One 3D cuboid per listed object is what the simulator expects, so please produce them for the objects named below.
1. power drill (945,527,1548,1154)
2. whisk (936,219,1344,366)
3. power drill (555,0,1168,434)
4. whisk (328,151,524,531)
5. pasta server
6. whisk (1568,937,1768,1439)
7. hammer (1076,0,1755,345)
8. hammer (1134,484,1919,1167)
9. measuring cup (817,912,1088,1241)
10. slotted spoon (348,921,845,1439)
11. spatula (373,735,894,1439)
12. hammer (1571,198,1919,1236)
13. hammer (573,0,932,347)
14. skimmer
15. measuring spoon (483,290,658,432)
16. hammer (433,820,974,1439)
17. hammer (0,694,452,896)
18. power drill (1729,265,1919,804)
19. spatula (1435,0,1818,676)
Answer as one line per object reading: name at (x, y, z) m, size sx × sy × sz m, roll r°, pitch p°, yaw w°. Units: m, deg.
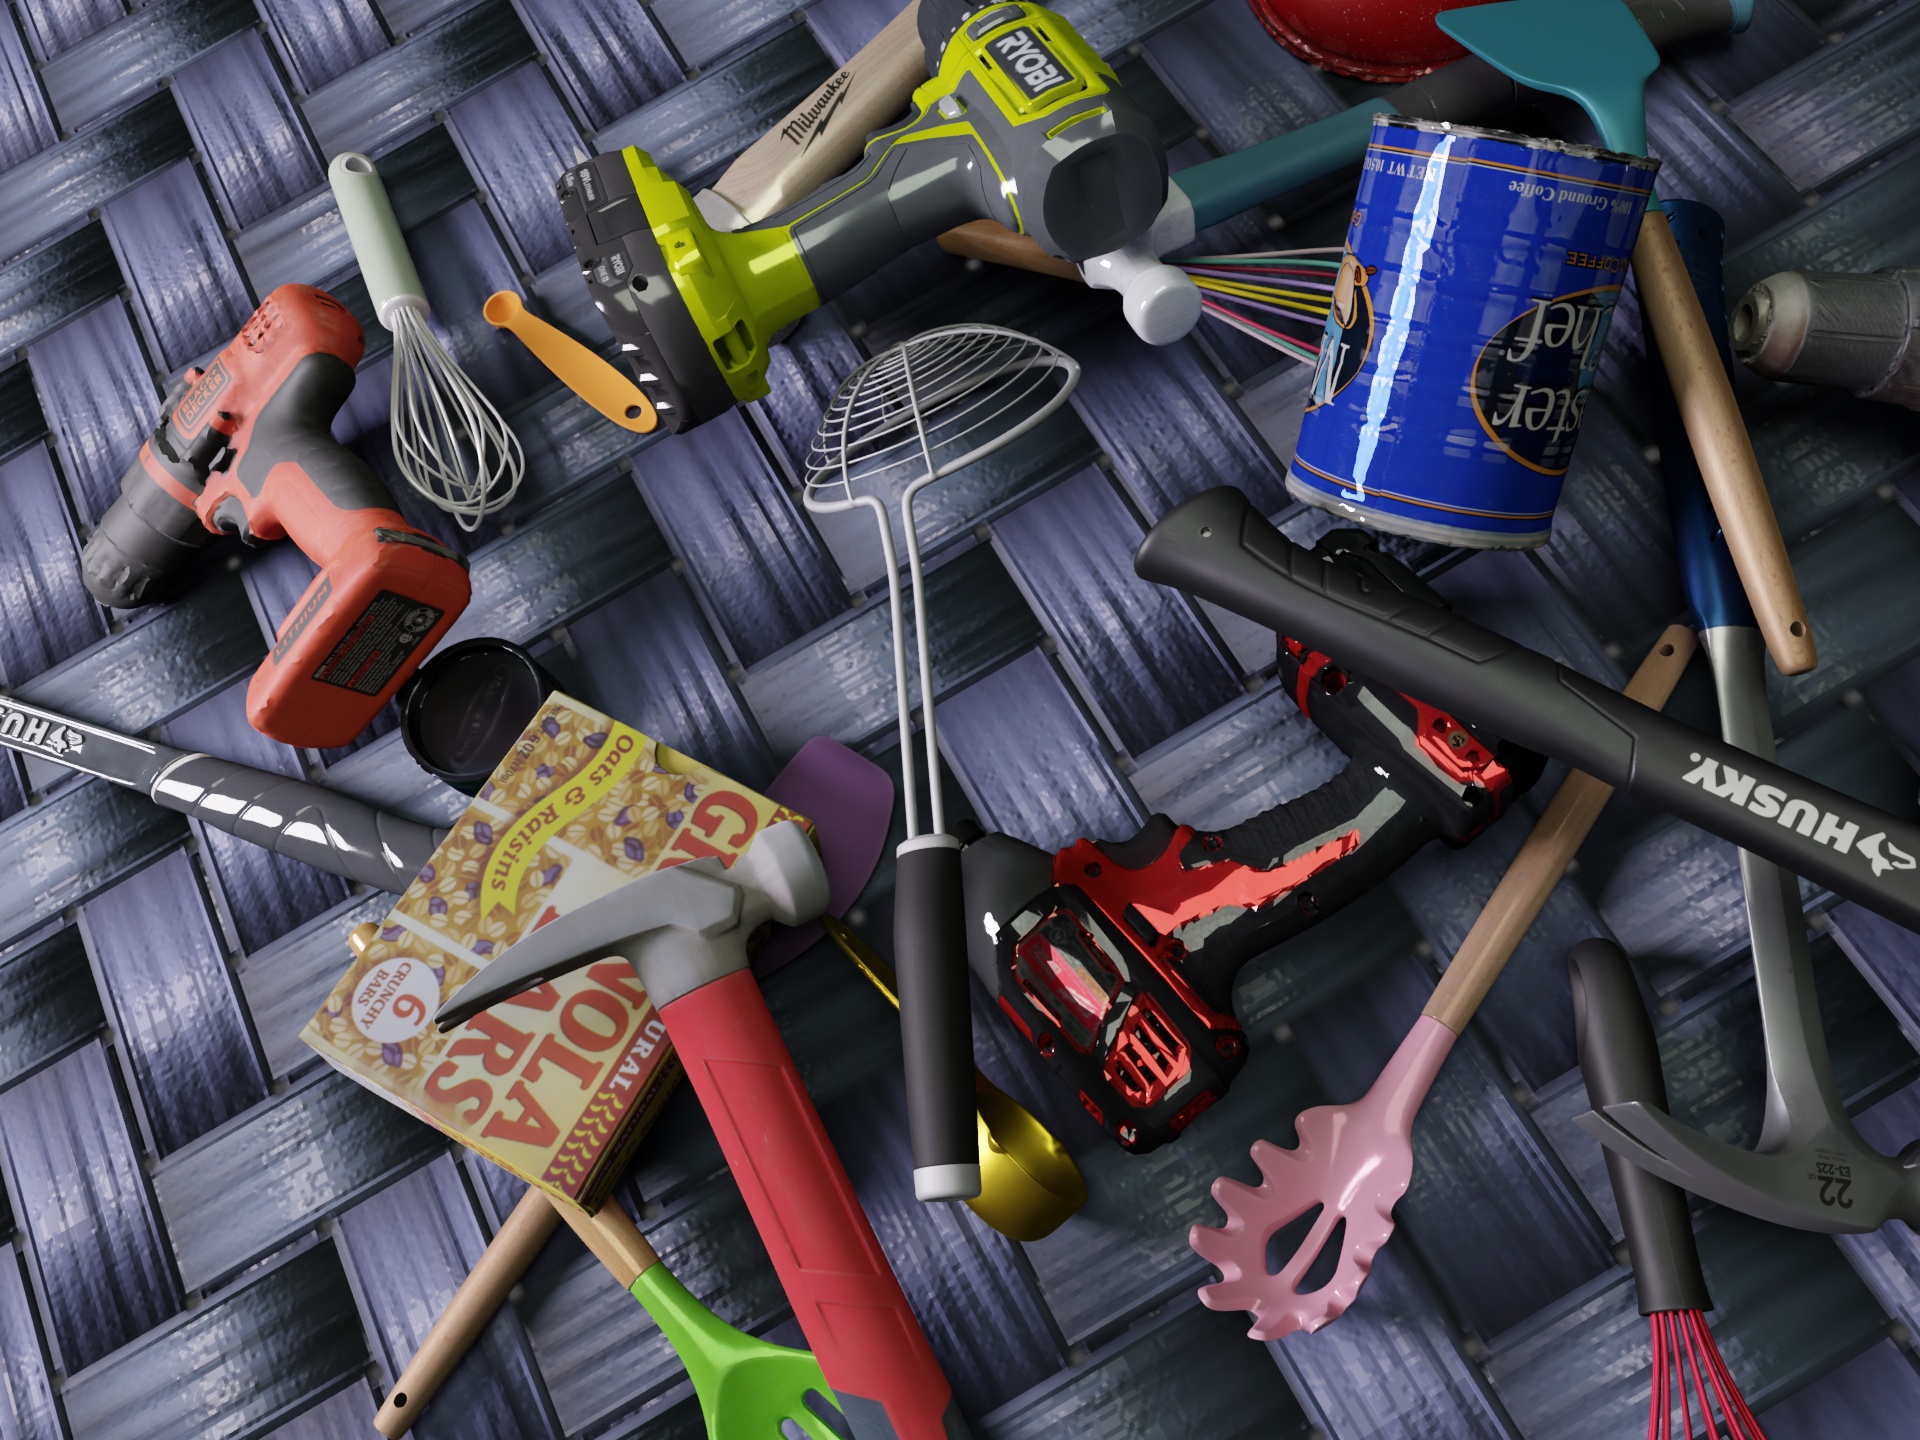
power drill at (0.100, 0.039, 0.599) m, size 0.219 × 0.078 × 0.143 m, roll -42°, pitch 67°, yaw -3°
whisk at (0.102, -0.195, 0.707) m, size 0.245 × 0.051 × 0.047 m, roll 18°, pitch 53°, yaw 21°
power drill at (-0.047, -0.231, 0.672) m, size 0.228 × 0.080 × 0.191 m, roll -26°, pitch 49°, yaw 0°
whisk at (-0.267, -0.191, 0.771) m, size 0.057 × 0.059 × 0.247 m, roll -9°, pitch 59°, yaw -32°
pasta server at (0.189, 0.087, 0.583) m, size 0.060 × 0.040 × 0.316 m, roll 28°, pitch 75°, yaw 36°
whisk at (0.238, 0.213, 0.518) m, size 0.073 × 0.073 × 0.296 m, roll -7°, pitch 64°, yaw 8°
hammer at (0.199, -0.263, 0.690) m, size 0.331 × 0.033 × 0.128 m, roll -23°, pitch 51°, yaw -7°
hammer at (0.206, 0.008, 0.520) m, size 0.335 × 0.035 × 0.146 m, roll 28°, pitch 81°, yaw 22°
measuring cup at (-0.014, 0.132, 0.601) m, size 0.029 × 0.062 × 0.157 m, roll -50°, pitch 60°, yaw 7°
slotted spoon at (-0.133, 0.187, 0.596) m, size 0.070 × 0.031 × 0.314 m, roll -44°, pitch 72°, yaw -10°
spatula at (-0.127, 0.143, 0.633) m, size 0.060 × 0.018 × 0.316 m, roll 32°, pitch 78°, yaw 17°
hammer at (0.283, -0.023, 0.589) m, size 0.144 × 0.035 × 0.406 m, roll 8°, pitch 66°, yaw -11°
hammer at (-0.004, -0.362, 0.786) m, size 0.410 × 0.038 × 0.146 m, roll -45°, pitch 67°, yaw -8°
skimmer at (-0.001, -0.002, 0.614) m, size 0.127 × 0.090 × 0.364 m, roll -16°, pitch 65°, yaw 26°
measuring spoon at (-0.187, -0.171, 0.766) m, size 0.117 × 0.011 × 0.021 m, roll 39°, pitch 81°, yaw 17°
hammer at (-0.036, 0.231, 0.528) m, size 0.143 × 0.038 × 0.386 m, roll -24°, pitch 77°, yaw -19°
hammer at (-0.368, 0.025, 0.713) m, size 0.409 × 0.036 × 0.149 m, roll 15°, pitch 75°, yaw 15°
power drill at (0.381, -0.070, 0.570) m, size 0.185 × 0.084 × 0.226 m, roll 5°, pitch 68°, yaw -1°
spatula at (0.267, -0.164, 0.612) m, size 0.082 × 0.044 × 0.318 m, roll -9°, pitch 73°, yaw -6°
